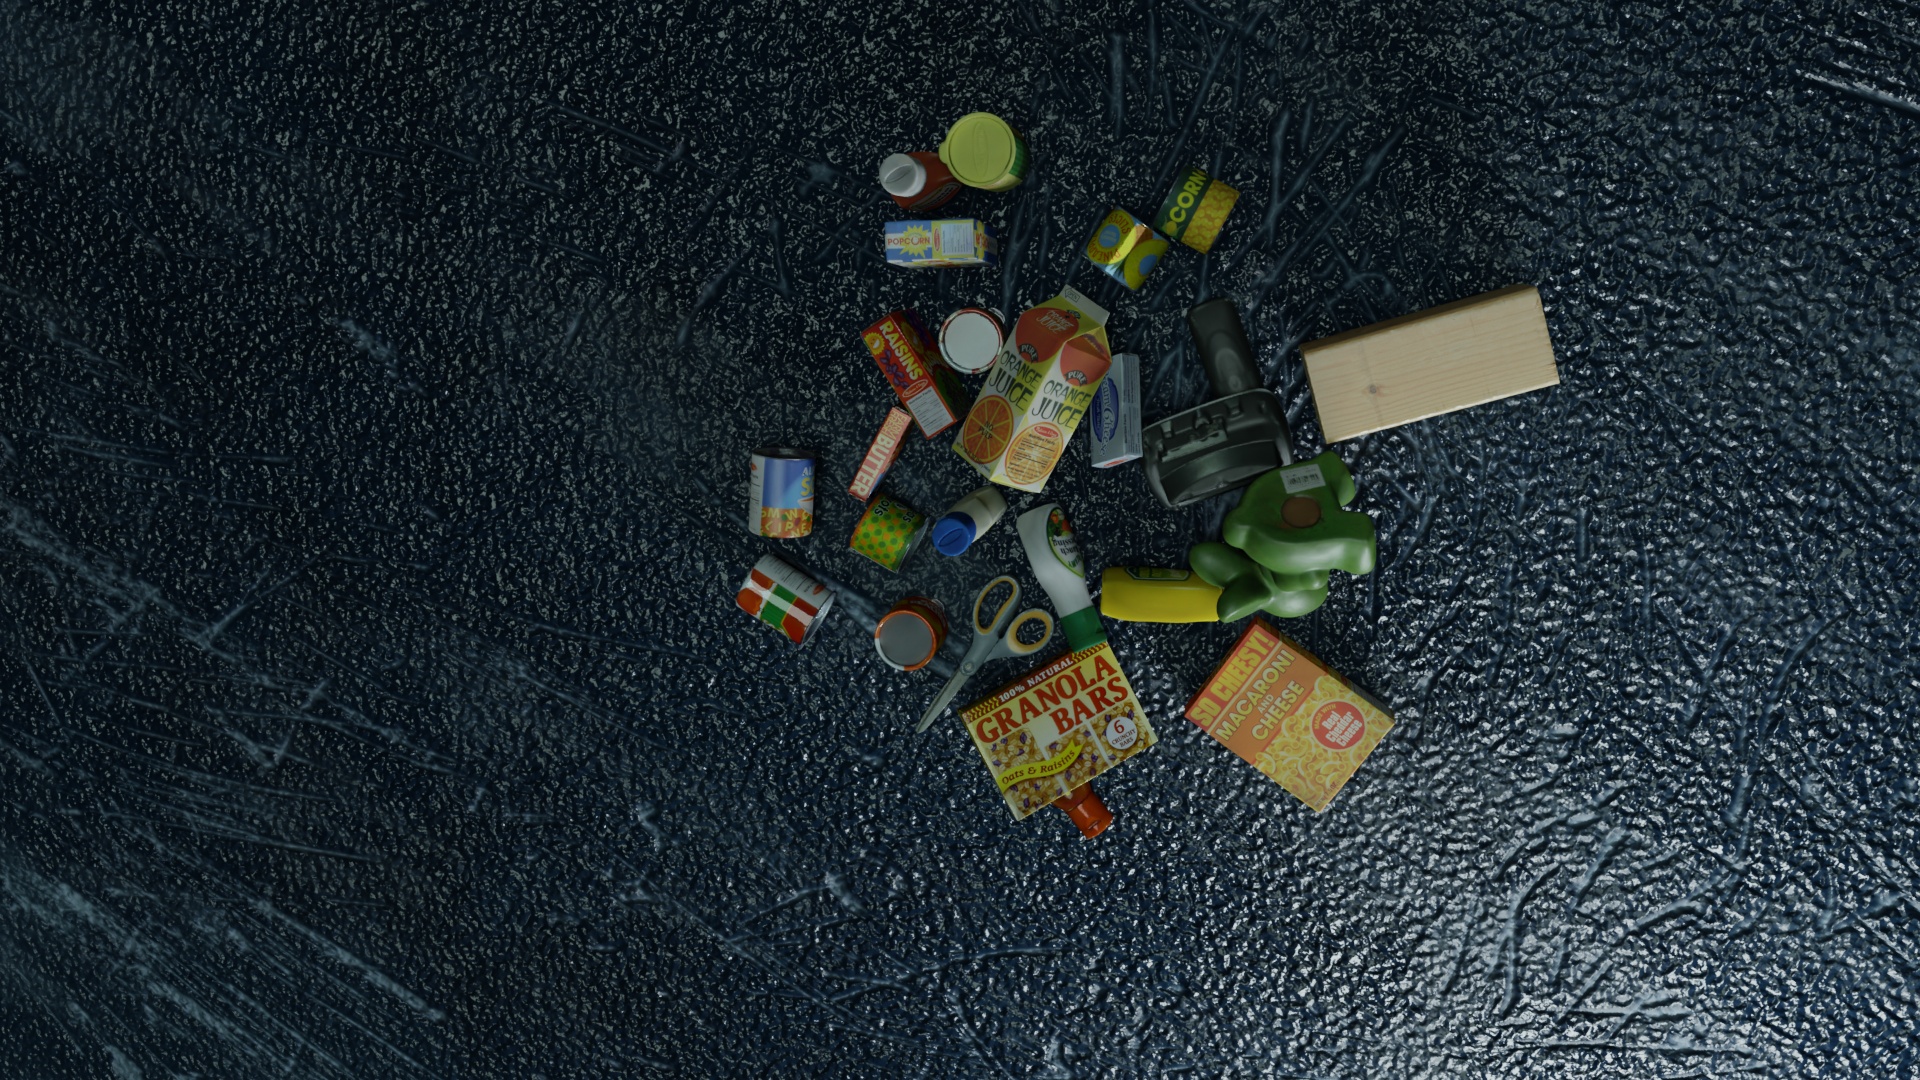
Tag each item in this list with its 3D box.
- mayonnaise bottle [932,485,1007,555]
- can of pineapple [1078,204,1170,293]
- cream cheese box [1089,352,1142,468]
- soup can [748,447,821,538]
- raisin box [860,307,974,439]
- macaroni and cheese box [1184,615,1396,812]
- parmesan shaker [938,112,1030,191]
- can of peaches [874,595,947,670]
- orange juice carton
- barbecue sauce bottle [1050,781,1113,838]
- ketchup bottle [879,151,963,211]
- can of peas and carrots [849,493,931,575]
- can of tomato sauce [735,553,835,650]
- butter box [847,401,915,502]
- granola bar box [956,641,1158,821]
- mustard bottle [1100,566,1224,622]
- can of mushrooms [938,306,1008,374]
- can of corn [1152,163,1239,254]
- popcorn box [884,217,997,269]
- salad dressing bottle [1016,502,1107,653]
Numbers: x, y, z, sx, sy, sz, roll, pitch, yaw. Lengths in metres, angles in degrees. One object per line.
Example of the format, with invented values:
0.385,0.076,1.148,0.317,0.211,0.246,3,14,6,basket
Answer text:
0.005,-0.017,1.359,0.064,0.148,0.041,-34,93,16,mayonnaise bottle
0.156,-0.278,1.320,0.071,0.071,0.057,37,105,2,can of pineapple
0.150,-0.126,1.344,0.053,0.024,0.104,-15,73,55,cream cheese box
-0.181,-0.050,1.433,0.071,0.071,0.083,7,103,10,soup can
-0.041,-0.166,1.372,0.040,0.086,0.123,-31,94,20,raisin box
0.327,0.173,1.390,0.166,0.040,0.123,35,105,2,macaroni and cheese box
0.024,-0.365,1.311,0.071,0.103,0.071,2,102,10,parmesan shaker
-0.050,0.094,1.439,0.071,0.058,0.071,2,102,11,can of peaches
0.078,-0.149,1.345,0.072,0.073,0.192,43,111,43,orange juice carton
0.099,0.242,1.446,0.065,0.044,0.148,-39,92,7,barbecue sauce bottle
-0.041,-0.339,1.305,0.064,0.149,0.043,-29,93,15,ketchup bottle
-0.071,-0.009,1.419,0.059,0.071,0.070,29,105,5,can of peas and carrots
-0.184,0.063,1.455,0.083,0.071,0.071,31,105,5,can of tomato sauce
-0.077,-0.091,1.411,0.024,0.053,0.103,30,105,2,butter box
0.097,0.187,1.406,0.166,0.039,0.124,-28,92,-9,granola bar box
0.220,0.054,1.379,0.160,0.065,0.048,2,106,4,mustard bottle
0.014,-0.201,1.382,0.071,0.033,0.071,2,101,11,can of mushrooms
0.221,-0.311,1.300,0.058,0.071,0.071,29,105,3,can of corn
-0.016,-0.282,1.323,0.085,0.127,0.038,0,97,11,popcorn box
0.103,0.038,1.385,0.044,0.064,0.147,-26,81,32,salad dressing bottle
